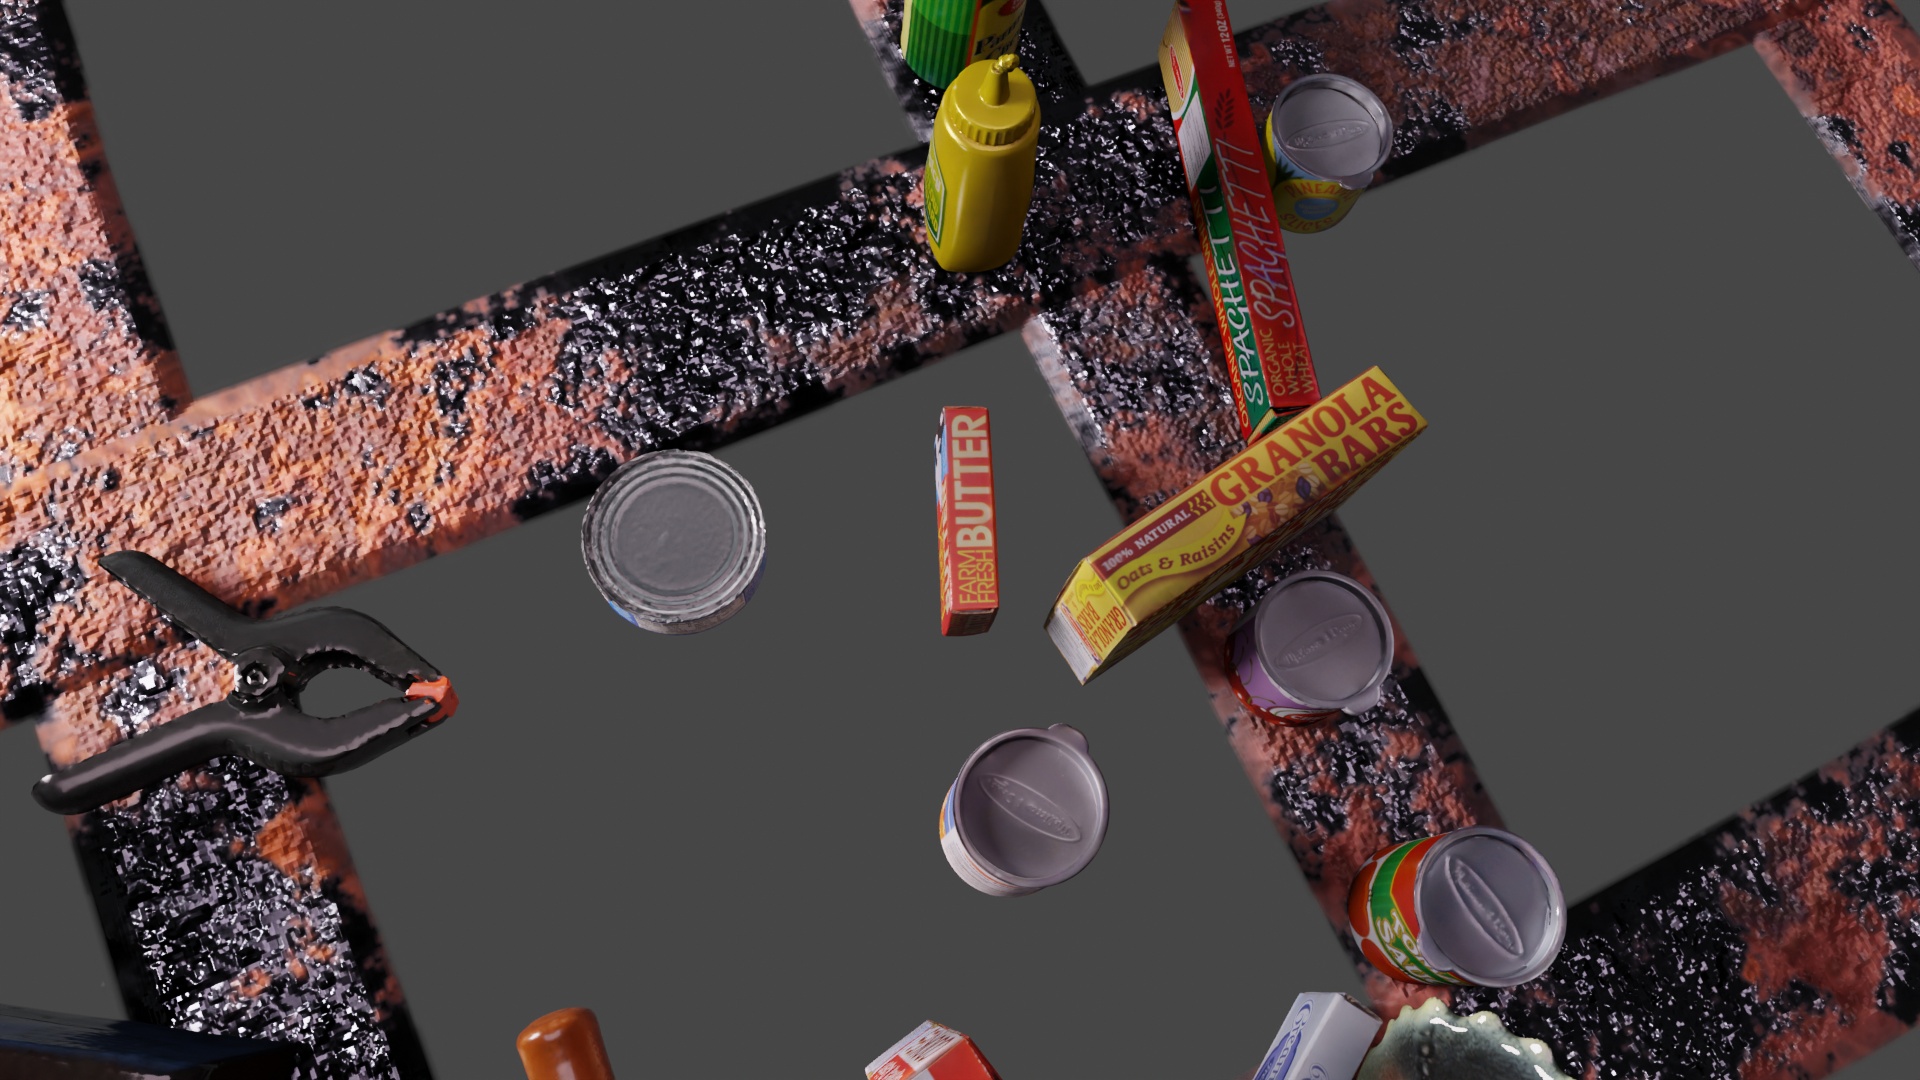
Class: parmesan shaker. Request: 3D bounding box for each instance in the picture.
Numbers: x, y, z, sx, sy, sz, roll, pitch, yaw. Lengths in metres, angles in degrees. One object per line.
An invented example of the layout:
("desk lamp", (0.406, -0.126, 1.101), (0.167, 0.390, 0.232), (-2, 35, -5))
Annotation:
("parmesan shaker", (0.005, -0.299, 0.742), (0.071, 0.102, 0.071), (2, 72, -5))

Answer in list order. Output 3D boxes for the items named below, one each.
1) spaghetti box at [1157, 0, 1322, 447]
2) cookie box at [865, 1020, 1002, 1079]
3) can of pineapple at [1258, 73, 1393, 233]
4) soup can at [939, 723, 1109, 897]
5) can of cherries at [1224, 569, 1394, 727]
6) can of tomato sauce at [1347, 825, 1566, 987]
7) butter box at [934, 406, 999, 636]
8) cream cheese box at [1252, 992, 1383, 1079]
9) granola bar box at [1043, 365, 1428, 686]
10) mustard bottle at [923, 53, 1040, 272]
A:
("spaghetti box", (0.146, -0.173, 0.743), (0.029, 0.050, 0.250), (-7, 73, -8))
("cookie box", (0.016, 0.248, 0.532), (0.040, 0.167, 0.123), (-34, 78, -14))
("can of pineapple", (0.193, -0.207, 0.755), (0.071, 0.057, 0.071), (2, 72, -5))
("soup can", (0.028, 0.121, 0.618), (0.071, 0.083, 0.071), (2, 72, -5))
("can of cherries", (0.166, 0.056, 0.667), (0.071, 0.058, 0.071), (2, 72, -5))
("can of tomato sauce", (0.218, 0.167, 0.623), (0.071, 0.083, 0.071), (2, 72, -5))
("butter box", (0.002, -0.008, 0.674), (0.024, 0.053, 0.104), (-1, 72, -6))
("cream cheese box", (0.142, 0.247, 0.605), (0.024, 0.053, 0.104), (34, 72, 5))
("granola bar box", (0.122, -0.004, 0.647), (0.166, 0.124, 0.039), (-33, 78, -14))
("mustard bottle", (0.010, -0.190, 0.677), (0.049, 0.159, 0.065), (-8, 74, -8))
